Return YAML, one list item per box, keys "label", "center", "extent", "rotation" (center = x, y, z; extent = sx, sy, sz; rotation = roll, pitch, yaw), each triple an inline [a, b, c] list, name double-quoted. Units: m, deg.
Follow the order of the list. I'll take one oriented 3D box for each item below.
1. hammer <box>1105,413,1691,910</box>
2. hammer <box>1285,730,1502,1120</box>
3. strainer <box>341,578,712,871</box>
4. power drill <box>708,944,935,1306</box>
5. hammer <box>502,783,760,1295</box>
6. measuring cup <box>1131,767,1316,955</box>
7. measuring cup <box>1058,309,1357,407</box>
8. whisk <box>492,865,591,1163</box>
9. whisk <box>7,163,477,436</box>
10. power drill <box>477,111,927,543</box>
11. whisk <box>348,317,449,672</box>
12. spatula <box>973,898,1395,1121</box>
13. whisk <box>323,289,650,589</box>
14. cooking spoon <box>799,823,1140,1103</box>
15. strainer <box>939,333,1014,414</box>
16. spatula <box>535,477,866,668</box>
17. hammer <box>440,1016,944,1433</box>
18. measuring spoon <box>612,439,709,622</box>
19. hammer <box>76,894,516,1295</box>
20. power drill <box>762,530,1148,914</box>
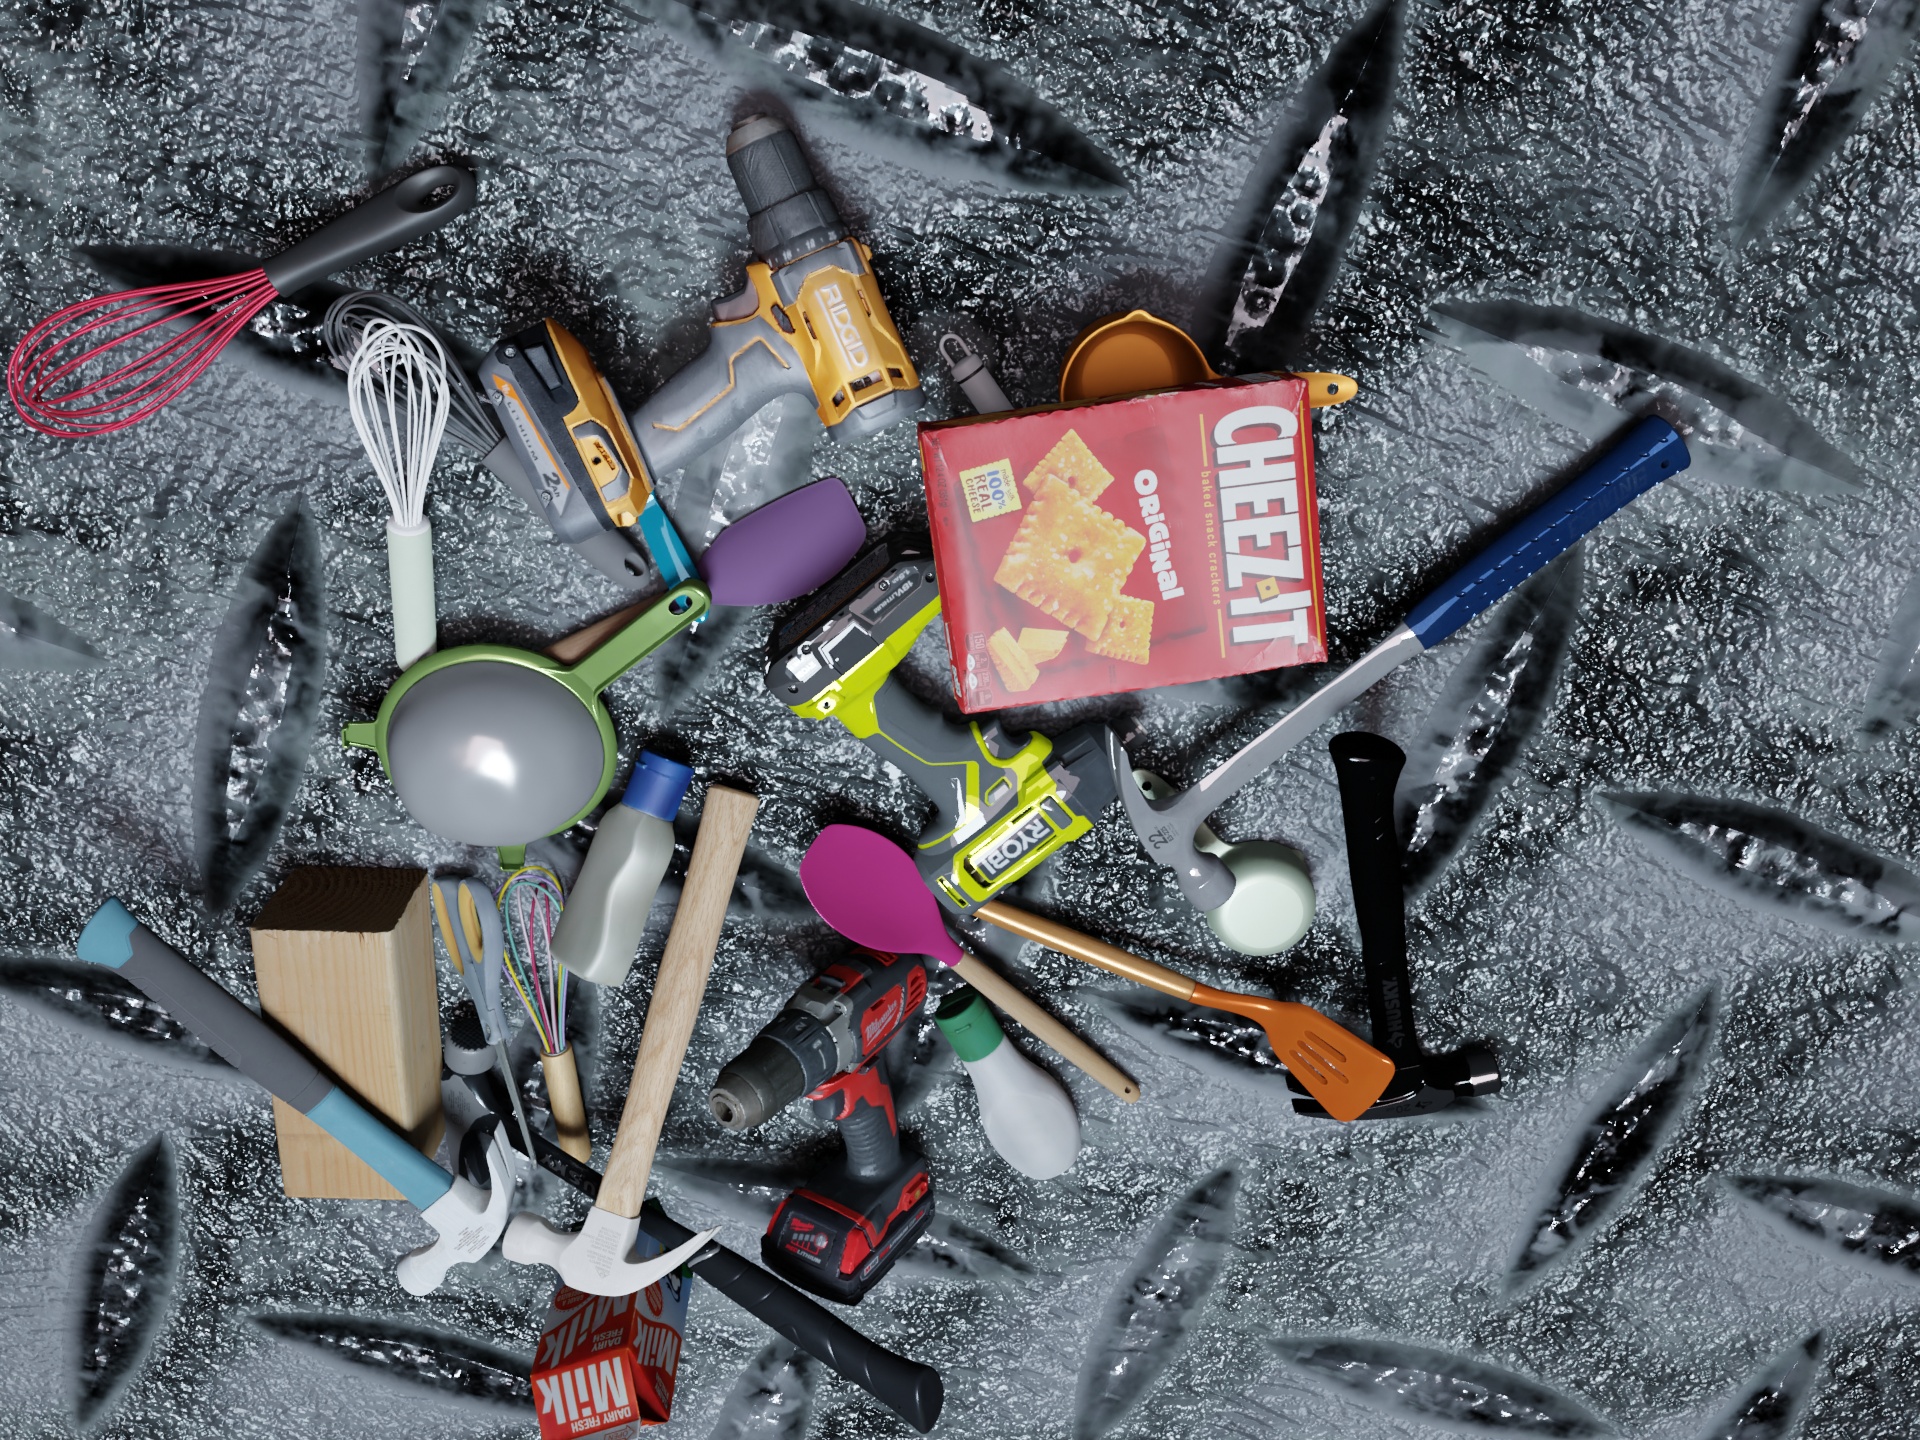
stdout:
- label: "hammer"
  center: [0.269, -0.050, 0.984]
  extent: [0.405, 0.035, 0.144]
  rotation: [-39, 117, 7]
- label: "hammer"
  center: [0.274, 0.145, 1.052]
  extent: [0.146, 0.035, 0.334]
  rotation: [-13, 124, 5]
- label: "strainer"
  center: [-0.253, 0.003, 0.983]
  extent: [0.256, 0.069, 0.151]
  rotation: [-35, 119, 17]
- label: "power drill"
  center: [-0.090, 0.275, 1.058]
  extent: [0.080, 0.188, 0.226]
  rotation: [14, 118, 30]
- label: "hammer"
  center: [-0.188, 0.205, 1.028]
  extent: [0.130, 0.031, 0.331]
  rotation: [14, 85, 12]
- label: "measuring cup"
  center: [0.172, 0.094, 1.062]
  extent: [0.083, 0.038, 0.167]
  rotation: [-42, 109, 14]
- label: "measuring cup"
  center: [0.142, -0.198, 0.939]
  extent: [0.173, 0.052, 0.095]
  rotation: [-2, 112, -3]
- label: "whisk"
  center: [-0.280, 0.207, 1.100]
  extent: [0.051, 0.047, 0.244]
  rotation: [2, 117, 11]
- label: "whisk"
  center: [-0.408, -0.243, 0.907]
  extent: [0.296, 0.073, 0.073]
  rotation: [-26, 110, 2]
- label: "power drill"
  center: [-0.154, -0.219, 0.900]
  extent: [0.226, 0.084, 0.185]
  rotation: [-24, 103, -3]
- label: "whisk"
  center: [-0.325, -0.122, 0.932]
  extent: [0.059, 0.058, 0.246]
  rotation: [34, 135, 23]
- label: "spatula"
  center: [0.132, 0.180, 1.073]
  extent: [0.322, 0.041, 0.081]
  rotation: [22, 135, 0]
- label: "whisk"
  center: [-0.275, -0.163, 0.948]
  extent: [0.055, 0.055, 0.238]
  rotation: [-41, 111, 14]
- label: "cooking spoon"
  center: [0.015, 0.176, 1.084]
  extent: [0.318, 0.017, 0.069]
  rotation: [41, 71, -23]
- label: "strainer"
  center: [0.064, -0.127, 0.973]
  extent: [0.087, 0.050, 0.258]
  rotation: [-30, 107, 26]
- label: "spatula"
  center: [-0.204, -0.062, 1.002]
  extent: [0.316, 0.018, 0.059]
  rotation: [-25, 99, 8]
- label: "hammer"
  center: [-0.189, 0.352, 1.065]
  extent: [0.409, 0.036, 0.149]
  rotation: [27, 123, 18]
- label: "measuring spoon"
  center: [-0.187, -0.116, 0.969]
  extent: [0.042, 0.021, 0.128]
  rotation: [-24, 101, 7]
- label: "hammer"
  center: [-0.419, 0.233, 1.011]
  extent: [0.128, 0.033, 0.330]
  rotation: [-39, 109, 13]
- label: "power drill"
  center: [-0.002, -0.003, 1.002]
  extent: [0.171, 0.080, 0.223]
  rotation: [-39, 111, 8]
